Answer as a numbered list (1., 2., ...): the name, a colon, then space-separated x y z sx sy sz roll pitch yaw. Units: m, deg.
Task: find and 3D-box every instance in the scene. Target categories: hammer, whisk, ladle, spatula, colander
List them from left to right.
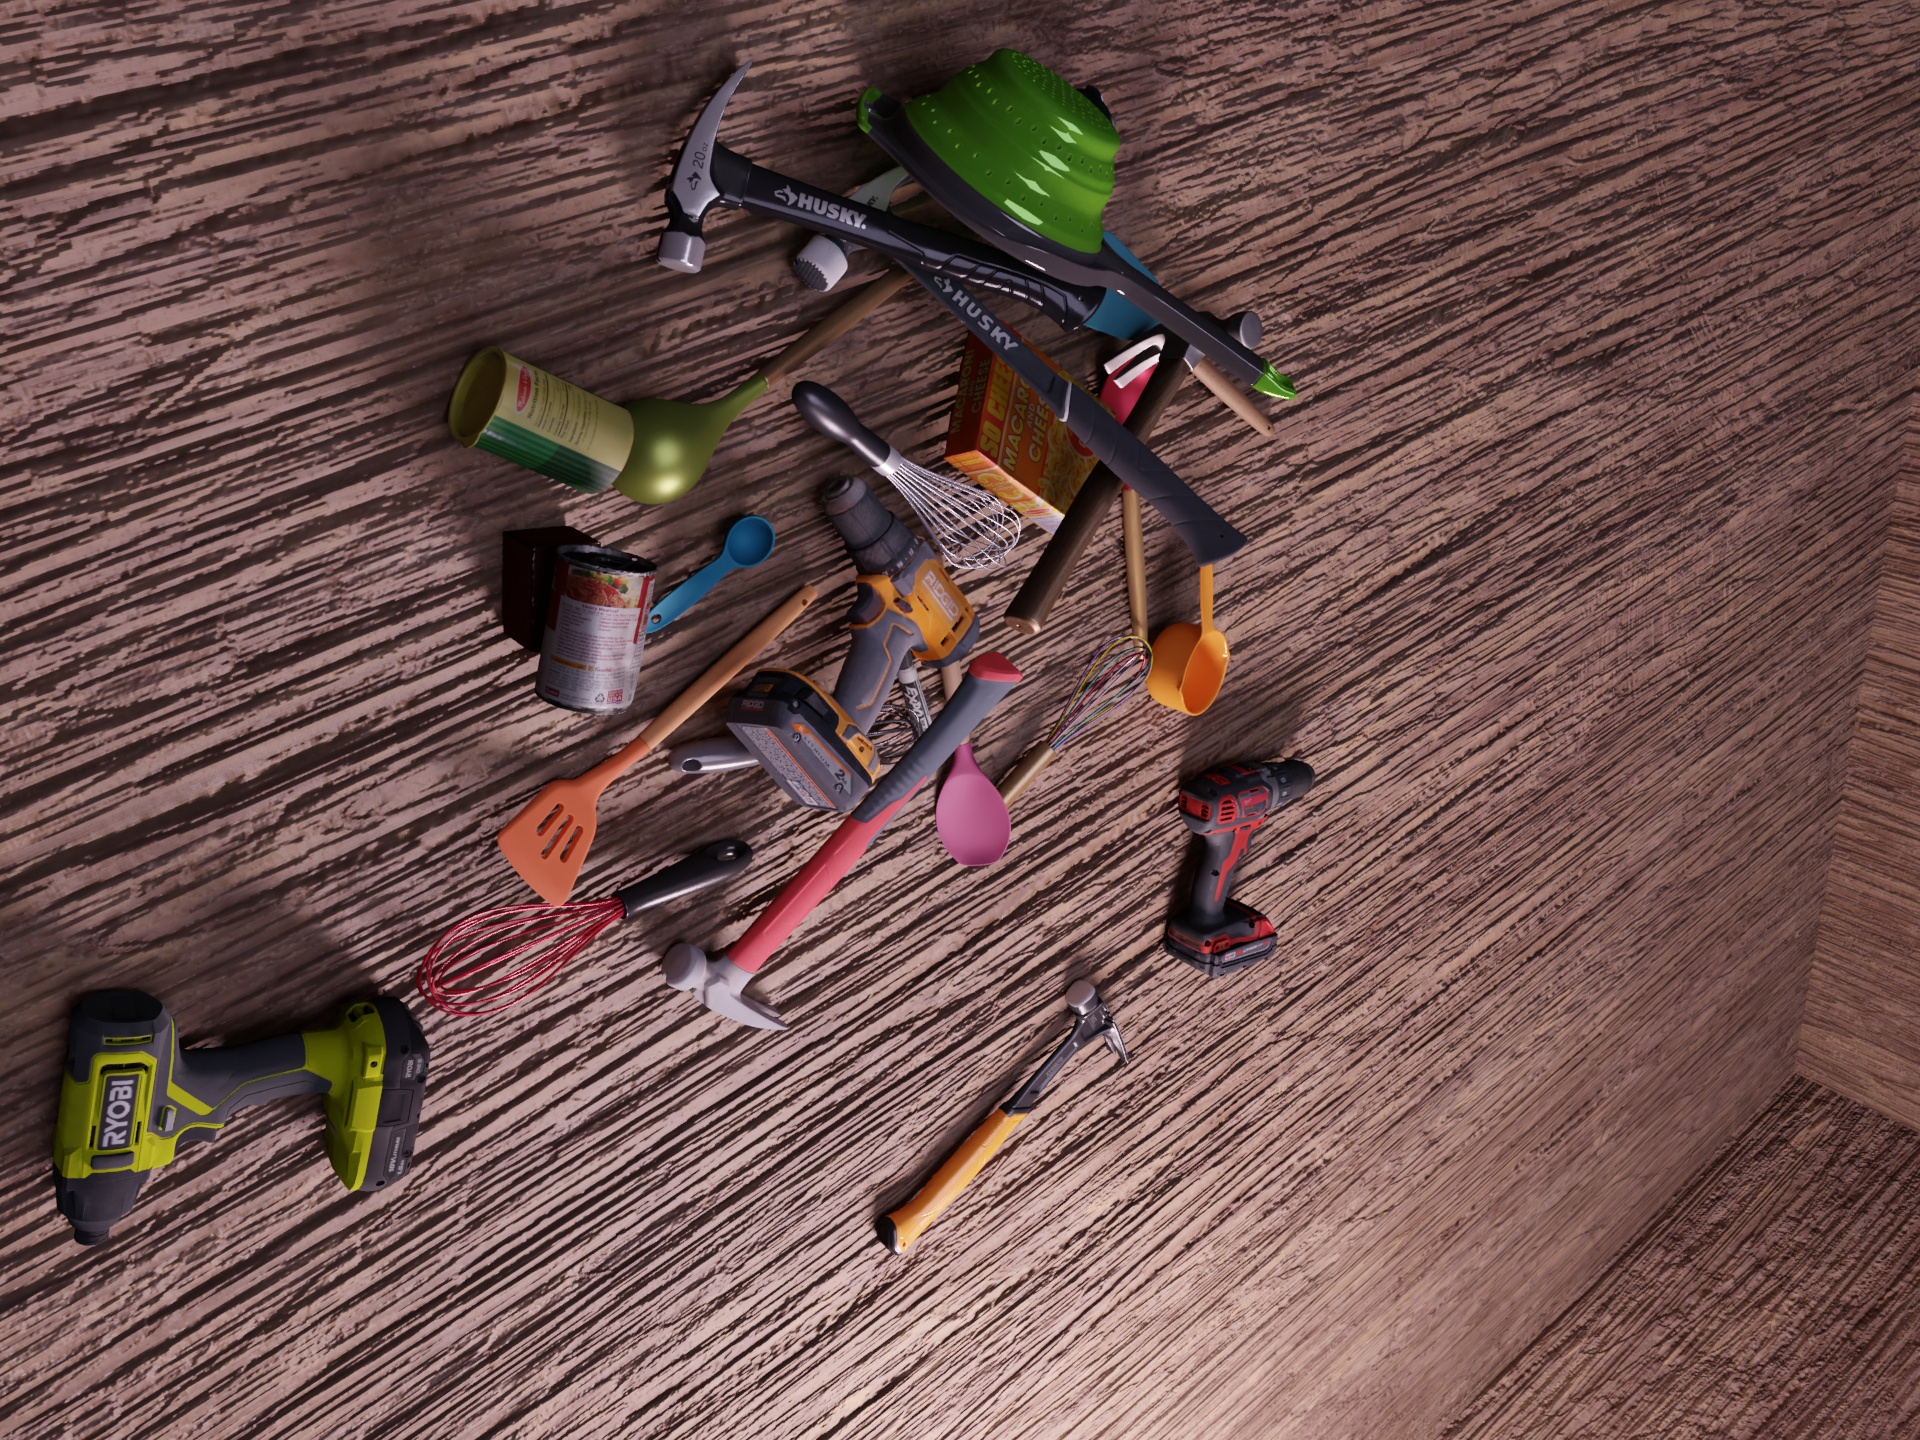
1. whisk: -0.282 0.150 1.235 0.296 0.073 0.073 -22 123 -39
2. spatula: -0.223 0.004 1.230 0.322 0.041 0.081 -45 126 -18
3. ladle: -0.138 -0.268 1.188 0.320 0.062 0.078 -44 131 -26
4. whisk: -0.133 0.021 1.318 0.239 0.055 0.055 -7 113 -34
5. hammer: -0.079 0.101 1.351 0.386 0.038 0.143 -48 135 3
6. hammer: -0.043 -0.354 1.149 0.334 0.035 0.146 12 93 -23
7. whisk: -0.042 -0.193 1.273 0.284 0.070 0.070 32 87 -48
8. hammer: 0.043 0.427 1.664 0.337 0.034 0.127 -44 131 -18
9. hammer: 0.069 -0.264 1.231 0.408 0.036 0.149 41 70 -12
10. whisk: 0.101 0.013 1.520 0.245 0.051 0.047 -47 138 -11
11. hammer: 0.125 -0.209 1.309 0.031 0.130 0.331 46 66 -37
12. colander: 0.114 -0.375 1.171 0.397 0.205 0.094 30 120 -16
13. ladle: 0.162 -0.195 1.488 0.069 0.031 0.315 -21 124 -20
14. spatula: 0.209 -0.336 1.469 0.317 0.044 0.082 26 90 -49

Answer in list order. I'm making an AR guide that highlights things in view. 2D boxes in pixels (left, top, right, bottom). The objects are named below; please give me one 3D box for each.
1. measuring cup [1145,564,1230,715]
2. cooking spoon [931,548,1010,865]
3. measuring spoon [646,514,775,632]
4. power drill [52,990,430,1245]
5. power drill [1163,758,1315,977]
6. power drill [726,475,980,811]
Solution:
1. measuring cup: 0.220 -0.091 1.561 0.095 0.052 0.173 -32 129 -43
2. cooking spoon: -0.002 -0.005 1.428 0.069 0.017 0.318 -5 117 6
3. measuring spoon: -0.198 -0.113 1.220 0.128 0.021 0.042 -41 132 -8
4. power drill: -0.494 0.269 1.092 0.223 0.080 0.171 4 106 -38
5. power drill: 0.310 0.151 1.747 0.188 0.080 0.226 -12 114 -38
6. power drill: -0.090 -0.065 1.263 0.185 0.084 0.226 53 57 -34
